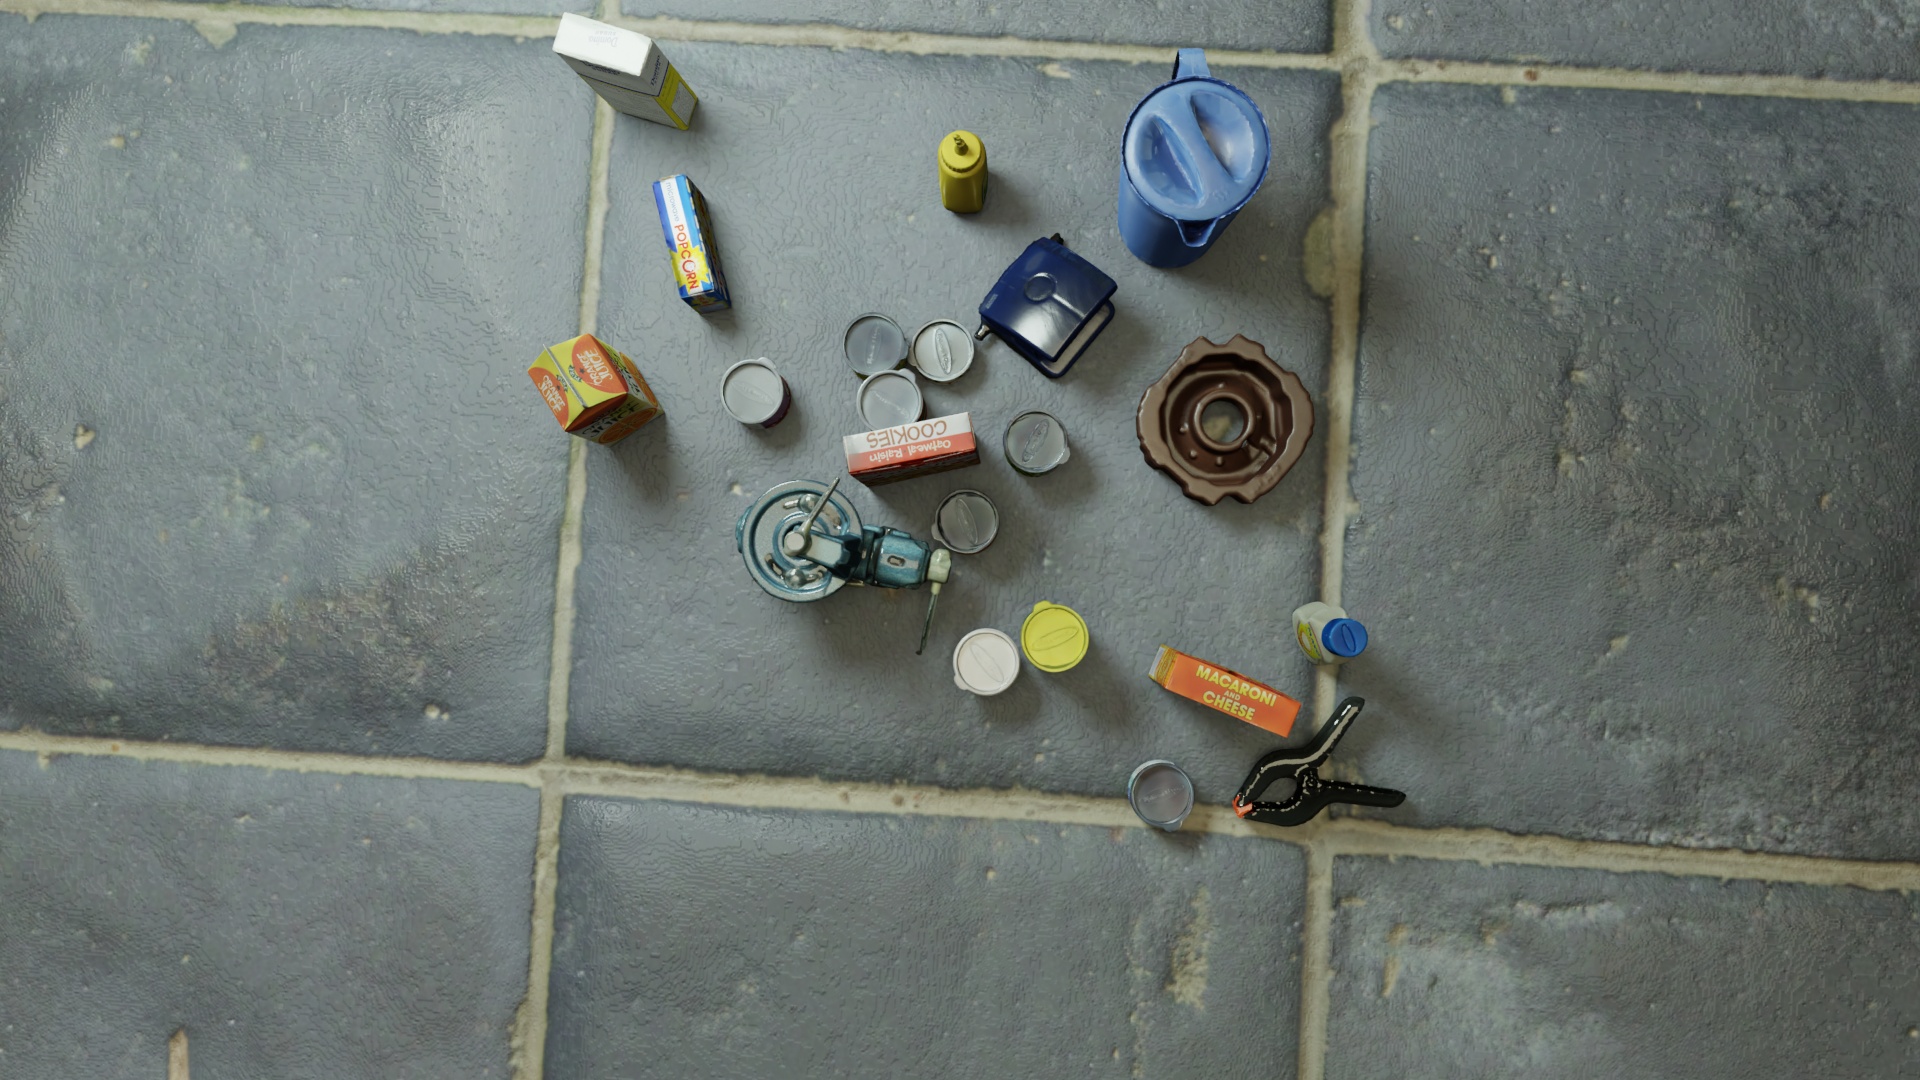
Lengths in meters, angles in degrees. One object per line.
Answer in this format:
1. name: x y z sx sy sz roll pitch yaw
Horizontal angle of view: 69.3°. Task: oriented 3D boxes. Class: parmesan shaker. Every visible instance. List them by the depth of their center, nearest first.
1. parmesan shaker: 0.093 0.094 1.399 0.071 0.103 0.071 0 88 2

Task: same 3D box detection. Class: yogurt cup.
1. yogurt cup: 0.027 0.124 1.425 0.072 0.054 0.072 0 87 2

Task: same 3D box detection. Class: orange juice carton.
1. orange juice carton: -0.365 -0.150 1.382 0.073 0.192 0.072 -32 87 1

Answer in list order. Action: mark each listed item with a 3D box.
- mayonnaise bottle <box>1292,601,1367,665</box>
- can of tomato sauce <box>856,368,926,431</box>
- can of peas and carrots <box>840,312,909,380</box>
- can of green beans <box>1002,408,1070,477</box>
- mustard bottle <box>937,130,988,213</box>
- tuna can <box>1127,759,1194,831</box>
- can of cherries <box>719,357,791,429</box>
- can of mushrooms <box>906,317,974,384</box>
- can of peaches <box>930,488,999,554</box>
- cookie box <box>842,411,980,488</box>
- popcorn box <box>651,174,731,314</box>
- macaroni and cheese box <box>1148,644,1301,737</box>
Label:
1. mayonnaise bottle: 0.364 0.093 1.367 0.041 0.148 0.065 -20 87 1
2. can of tomato sauce: -0.069 -0.138 1.426 0.071 0.083 0.071 0 88 2
3. can of peas and carrots: -0.086 -0.199 1.442 0.071 0.058 0.071 0 87 2
4. can of green beans: 0.077 -0.100 1.432 0.071 0.058 0.071 0 87 2
5. mustard bottle: 0.003 -0.376 1.397 0.049 0.160 0.065 4 88 2
6. tuna can: 0.206 0.261 1.422 0.071 0.033 0.071 0 87 2
7. can of cherries: -0.210 -0.153 1.444 0.071 0.058 0.071 0 87 2
8. can of mushrooms: -0.021 -0.197 1.452 0.071 0.033 0.071 0 87 2
9. can of peaches: 0.005 -0.018 1.430 0.071 0.058 0.071 0 87 2
10. cookie box: -0.045 -0.087 1.381 0.123 0.167 0.040 -12 87 2
11. popcorn box: -0.278 -0.306 1.440 0.038 0.085 0.126 -14 87 2
12. macaroni and cheese box: 0.254 0.144 1.360 0.124 0.166 0.040 22 89 3
